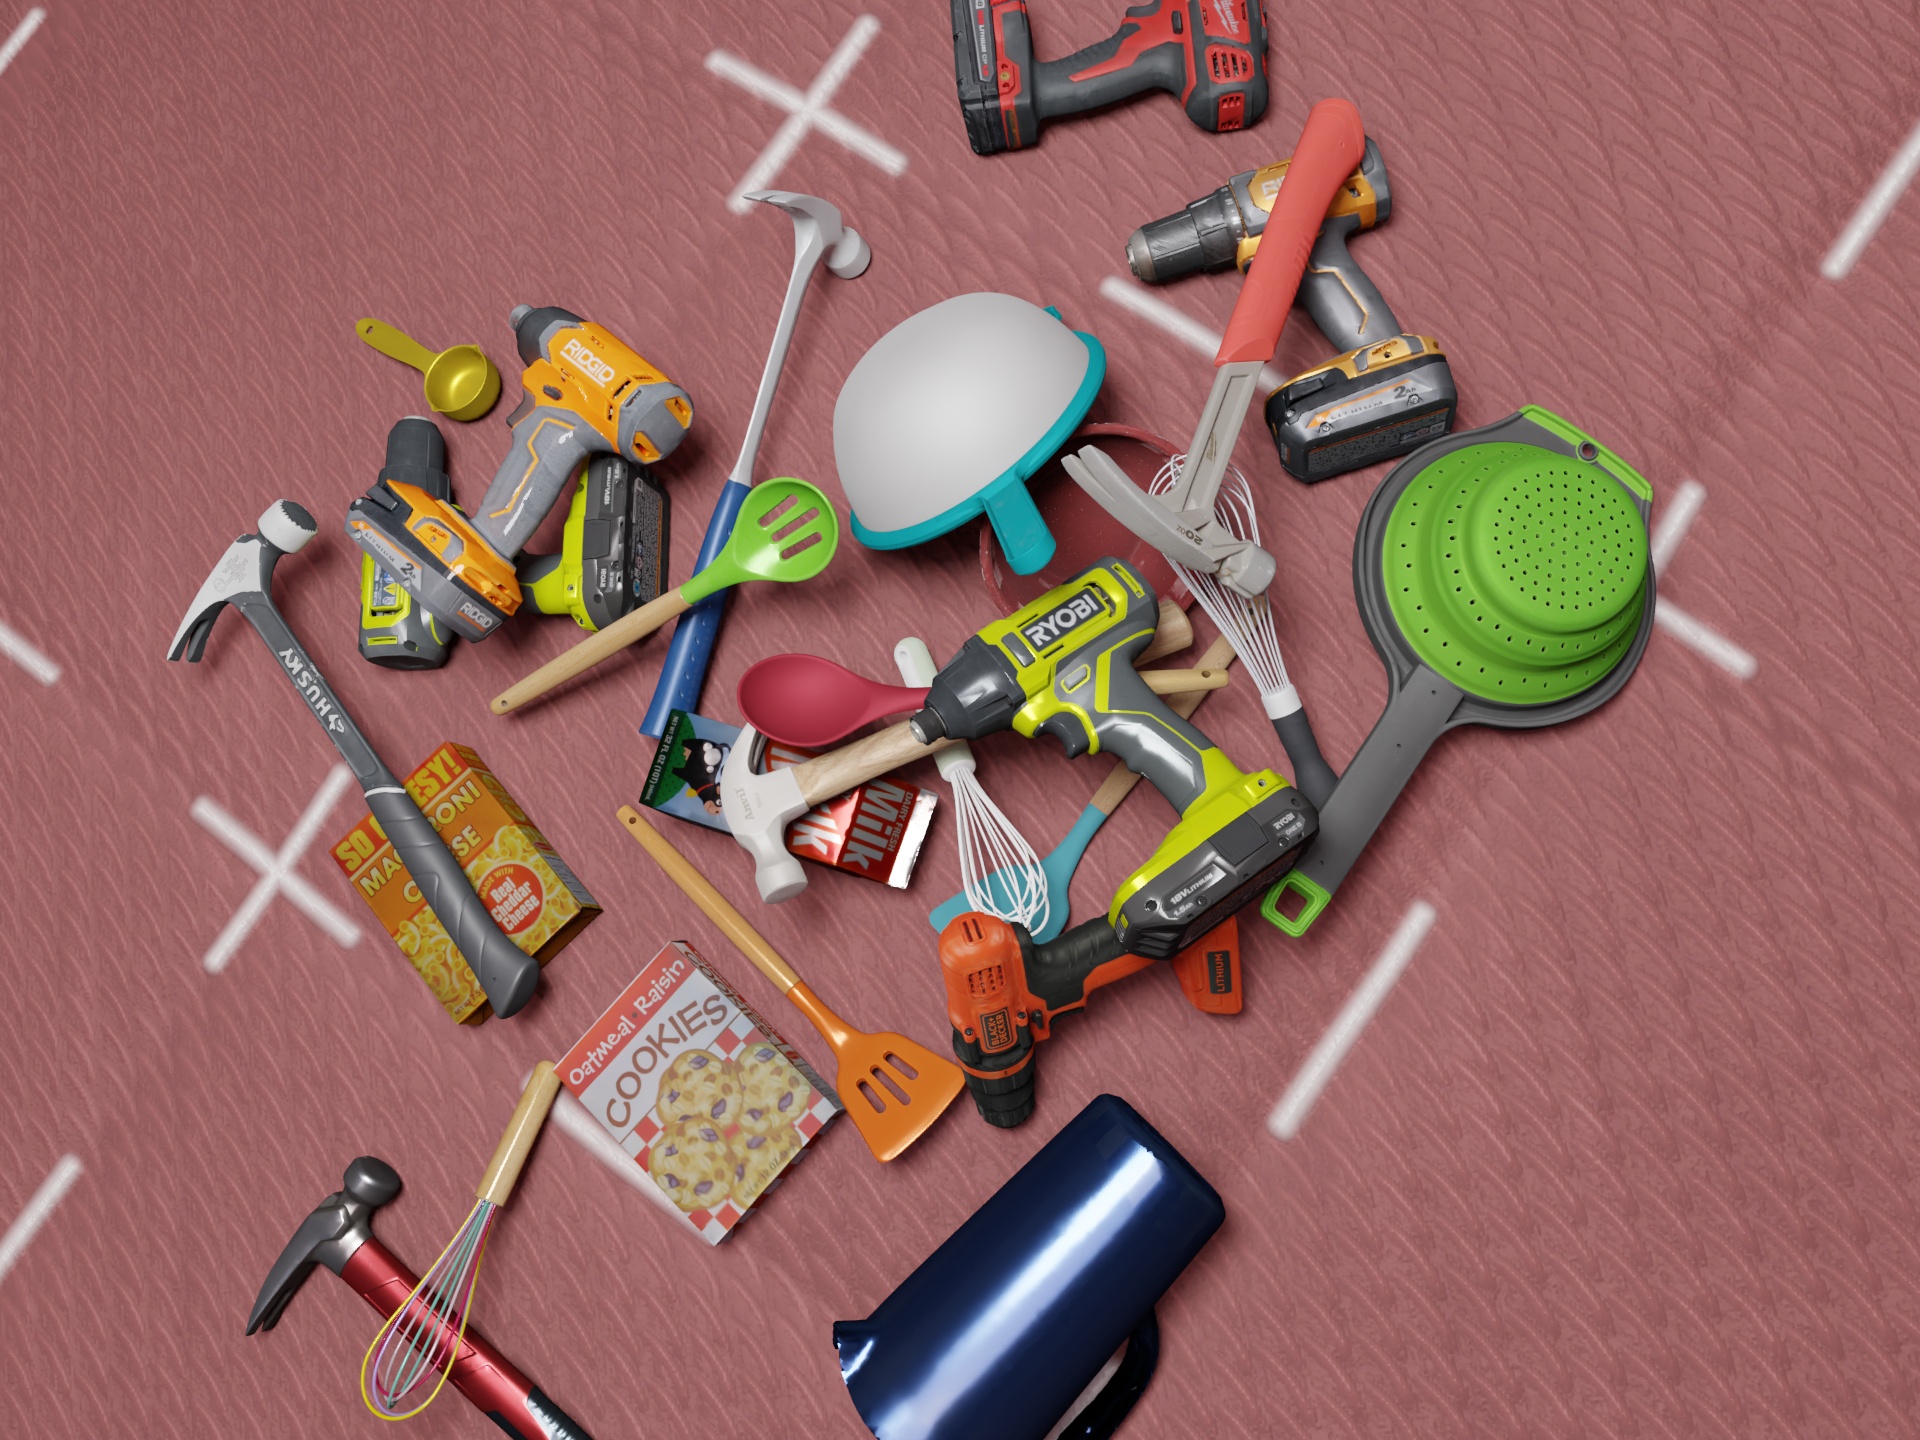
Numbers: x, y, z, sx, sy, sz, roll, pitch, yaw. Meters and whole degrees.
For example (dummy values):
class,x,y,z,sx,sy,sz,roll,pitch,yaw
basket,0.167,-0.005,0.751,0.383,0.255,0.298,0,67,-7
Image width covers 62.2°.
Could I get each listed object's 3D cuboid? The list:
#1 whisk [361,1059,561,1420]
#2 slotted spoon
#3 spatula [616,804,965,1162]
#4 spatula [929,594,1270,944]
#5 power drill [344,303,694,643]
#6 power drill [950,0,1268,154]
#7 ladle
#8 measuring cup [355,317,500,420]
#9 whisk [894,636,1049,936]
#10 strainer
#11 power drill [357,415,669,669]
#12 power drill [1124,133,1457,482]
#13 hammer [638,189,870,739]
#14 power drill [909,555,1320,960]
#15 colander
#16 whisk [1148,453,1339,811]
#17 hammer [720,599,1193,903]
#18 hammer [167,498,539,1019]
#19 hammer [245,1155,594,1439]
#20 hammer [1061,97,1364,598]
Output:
class,x,y,z,sx,sy,sz,roll,pitch,yaw
whisk,-0.331,0.344,1.072,0.047,0.051,0.245,16,64,12
slotted spoon,-0.210,-0.077,1.101,0.314,0.031,0.070,-28,100,22
spatula,-0.132,0.166,1.098,0.081,0.041,0.323,-44,72,-13
spatula,0.108,0.038,1.075,0.082,0.044,0.317,37,87,25
power drill,-0.314,-0.184,1.109,0.164,0.084,0.226,40,85,23
power drill,0.109,-0.518,1.172,0.226,0.080,0.188,-5,78,7
ladle,0.015,-0.018,1.025,0.315,0.031,0.069,-3,61,0
measuring cup,-0.423,-0.283,1.261,0.157,0.029,0.062,31,86,27
whisk,0.001,0.040,1.071,0.059,0.057,0.247,-1,52,-30
strainer,-0.005,-0.189,1.007,0.211,0.341,0.095,-36,117,10
power drill,-0.338,-0.140,1.184,0.228,0.080,0.191,-2,79,14
power drill,0.226,-0.282,1.099,0.185,0.084,0.226,-17,72,7
hammer,-0.159,-0.181,1.141,0.035,0.144,0.405,16,89,20
power drill,0.090,0.025,0.956,0.171,0.080,0.223,-33,69,-15
colander,0.313,-0.036,0.987,0.204,0.094,0.397,35,79,2
whisk,0.195,-0.041,1.031,0.070,0.070,0.284,-24,97,6
hammer,-0.002,-0.003,1.051,0.331,0.031,0.130,-24,67,-6
hammer,-0.426,0.040,1.136,0.149,0.036,0.409,-41,77,12
hammer,-0.313,0.471,1.075,0.386,0.038,0.143,35,88,16
hammer,0.181,-0.260,1.001,0.149,0.037,0.359,32,66,-23
